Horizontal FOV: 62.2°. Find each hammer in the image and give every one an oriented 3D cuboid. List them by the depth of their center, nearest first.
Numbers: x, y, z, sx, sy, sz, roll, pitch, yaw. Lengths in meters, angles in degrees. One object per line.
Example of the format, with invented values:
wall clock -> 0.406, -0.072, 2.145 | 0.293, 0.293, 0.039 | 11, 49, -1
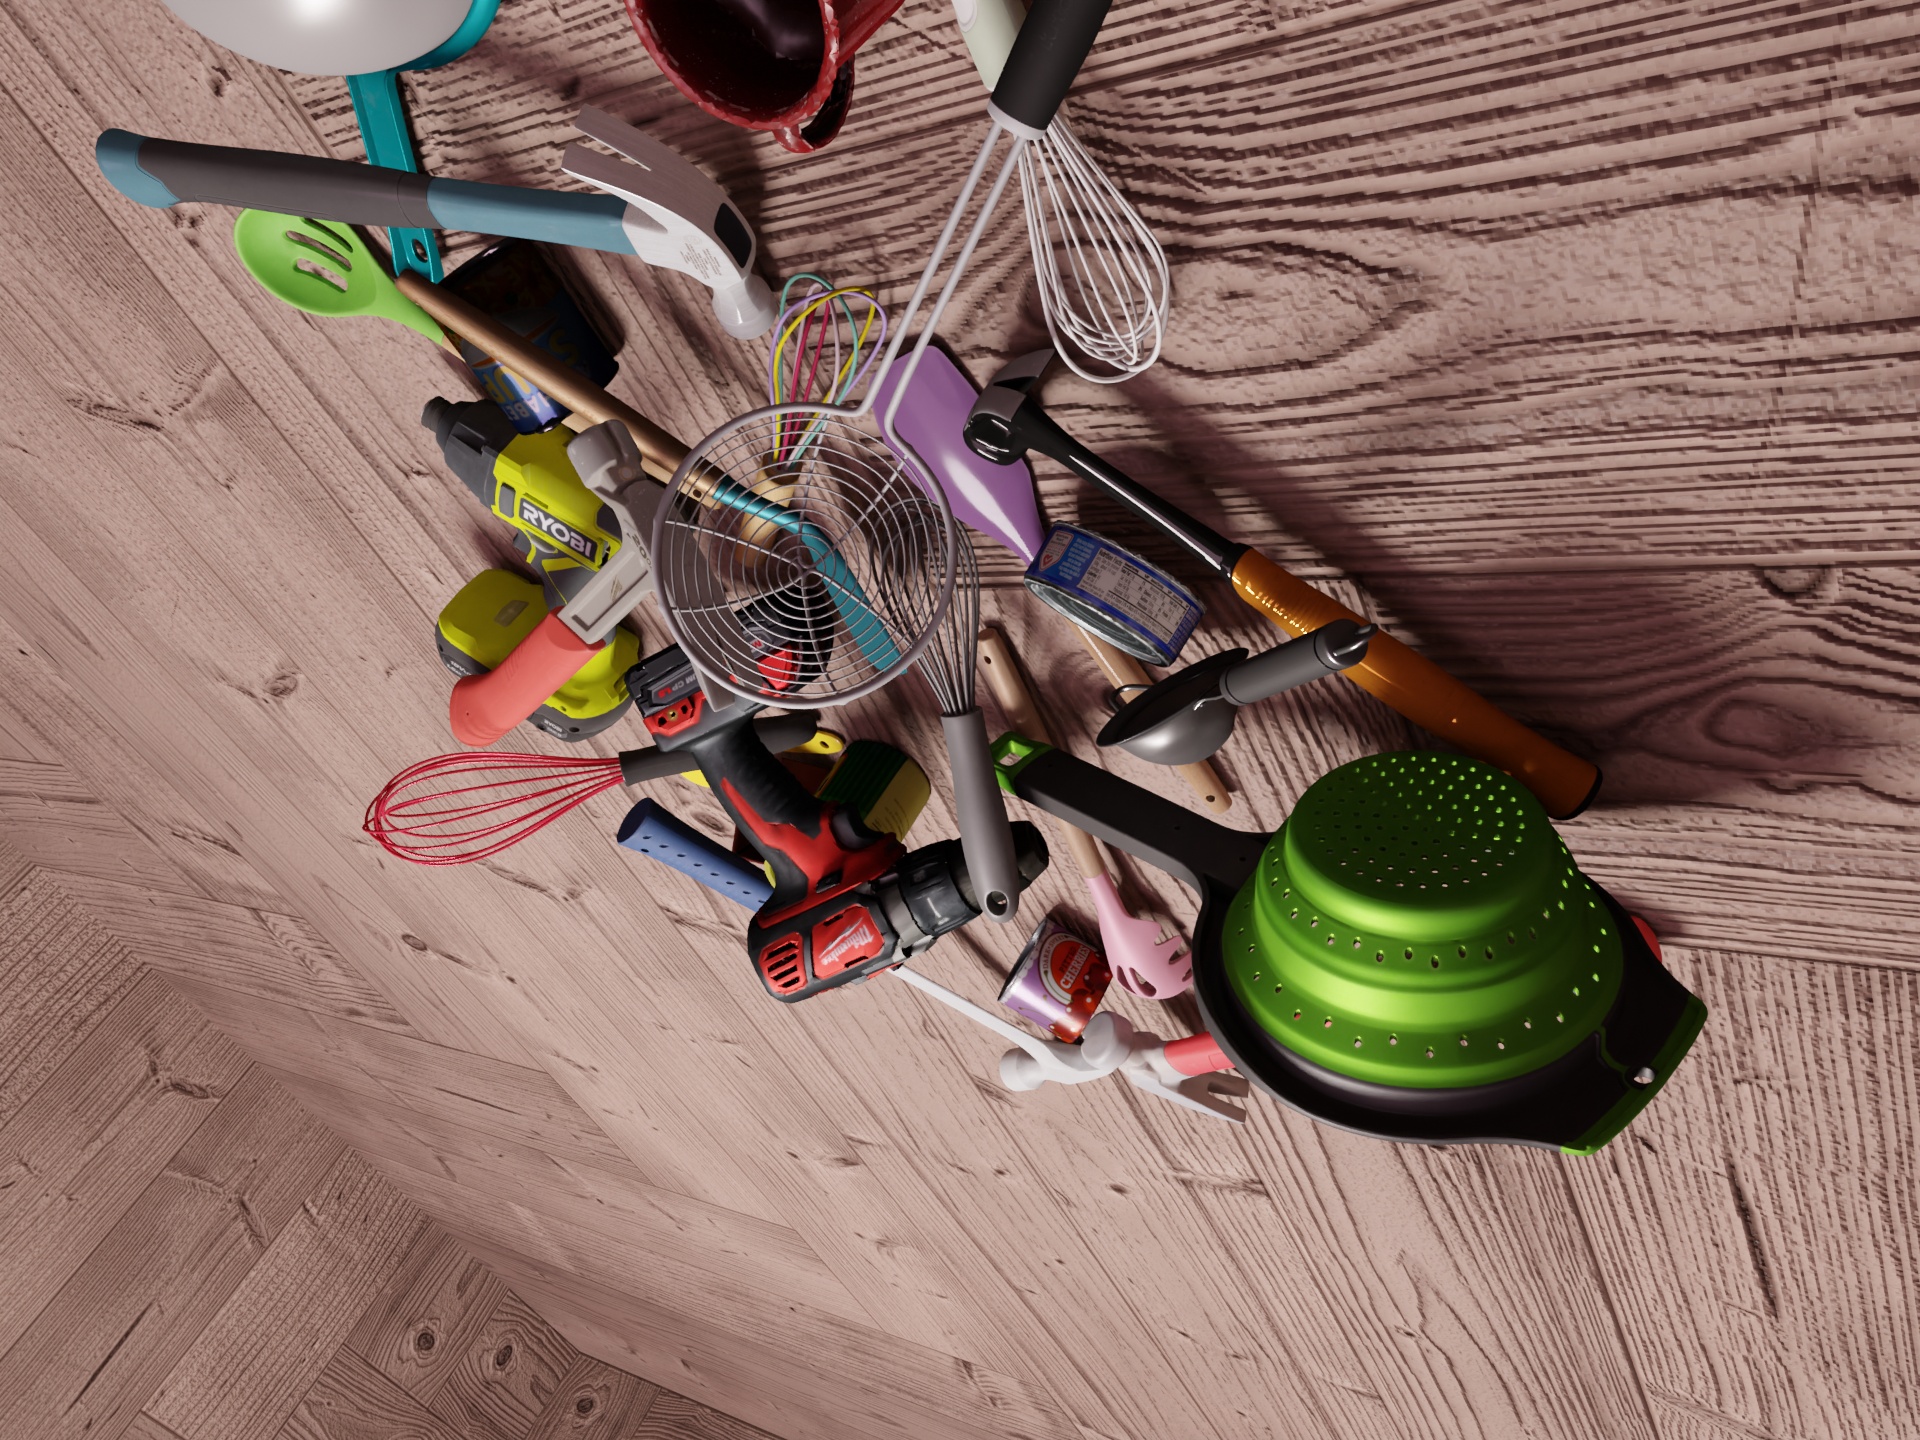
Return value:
hammer -> 0.151, -0.054, 0.715 | 0.337, 0.034, 0.127 | 33, 179, -6
hammer -> -0.257, -0.246, 0.754 | 0.331, 0.033, 0.128 | 10, 163, 12
hammer -> -0.224, -0.033, 0.903 | 0.359, 0.036, 0.149 | -27, 91, 56
hammer -> 0.248, 0.184, 0.954 | 0.143, 0.038, 0.386 | 28, 147, -26
hammer -> -0.057, 0.164, 1.123 | 0.405, 0.035, 0.144 | 33, 148, -24

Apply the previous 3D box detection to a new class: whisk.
whisk -> 0.023, -0.240, 0.610 | 0.058, 0.059, 0.246 | 33, 155, 57
whisk -> -0.092, -0.146, 0.825 | 0.051, 0.047, 0.245 | 32, 150, -1
whisk -> -0.002, -0.002, 0.852 | 0.055, 0.055, 0.239 | -2, 106, 41
whisk -> -0.237, 0.036, 1.029 | 0.296, 0.073, 0.073 | -13, 140, -6

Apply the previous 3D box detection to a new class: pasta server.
pasta server -> 0.076, 0.067, 0.974 | 0.060, 0.040, 0.316 | 3, 132, 37

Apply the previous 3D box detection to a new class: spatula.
spatula -> -0.153, -0.127, 0.821 | 0.317, 0.044, 0.082 | 33, 175, -14
spatula -> 0.056, -0.061, 0.829 | 0.060, 0.018, 0.315 | -22, 120, 32

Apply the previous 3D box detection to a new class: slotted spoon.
slotted spoon -> -0.270, -0.206, 0.910 | 0.314, 0.031, 0.070 | 31, 129, -1

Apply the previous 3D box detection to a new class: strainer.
strainer -> 0.123, -0.013, 0.708 | 0.050, 0.087, 0.258 | 55, 165, -1
strainer -> -0.310, -0.323, 0.731 | 0.211, 0.095, 0.340 | 22, 144, 15

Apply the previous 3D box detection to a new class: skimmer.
skimmer -> -0.011, -0.161, 0.592 | 0.127, 0.090, 0.363 | 28, 126, -4

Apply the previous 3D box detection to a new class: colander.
colander -> 0.147, 0.053, 0.762 | 0.397, 0.204, 0.094 | 26, 139, 41

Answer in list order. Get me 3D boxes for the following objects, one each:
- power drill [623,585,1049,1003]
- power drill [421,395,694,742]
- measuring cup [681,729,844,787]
power drill -> -0.071, 0.036, 0.921 | 0.188, 0.080, 0.226 | -26, 93, 16
power drill -> -0.265, -0.097, 1.004 | 0.171, 0.080, 0.223 | 31, 143, 3
measuring cup -> -0.143, 0.022, 1.091 | 0.156, 0.029, 0.062 | 0, 134, 39
